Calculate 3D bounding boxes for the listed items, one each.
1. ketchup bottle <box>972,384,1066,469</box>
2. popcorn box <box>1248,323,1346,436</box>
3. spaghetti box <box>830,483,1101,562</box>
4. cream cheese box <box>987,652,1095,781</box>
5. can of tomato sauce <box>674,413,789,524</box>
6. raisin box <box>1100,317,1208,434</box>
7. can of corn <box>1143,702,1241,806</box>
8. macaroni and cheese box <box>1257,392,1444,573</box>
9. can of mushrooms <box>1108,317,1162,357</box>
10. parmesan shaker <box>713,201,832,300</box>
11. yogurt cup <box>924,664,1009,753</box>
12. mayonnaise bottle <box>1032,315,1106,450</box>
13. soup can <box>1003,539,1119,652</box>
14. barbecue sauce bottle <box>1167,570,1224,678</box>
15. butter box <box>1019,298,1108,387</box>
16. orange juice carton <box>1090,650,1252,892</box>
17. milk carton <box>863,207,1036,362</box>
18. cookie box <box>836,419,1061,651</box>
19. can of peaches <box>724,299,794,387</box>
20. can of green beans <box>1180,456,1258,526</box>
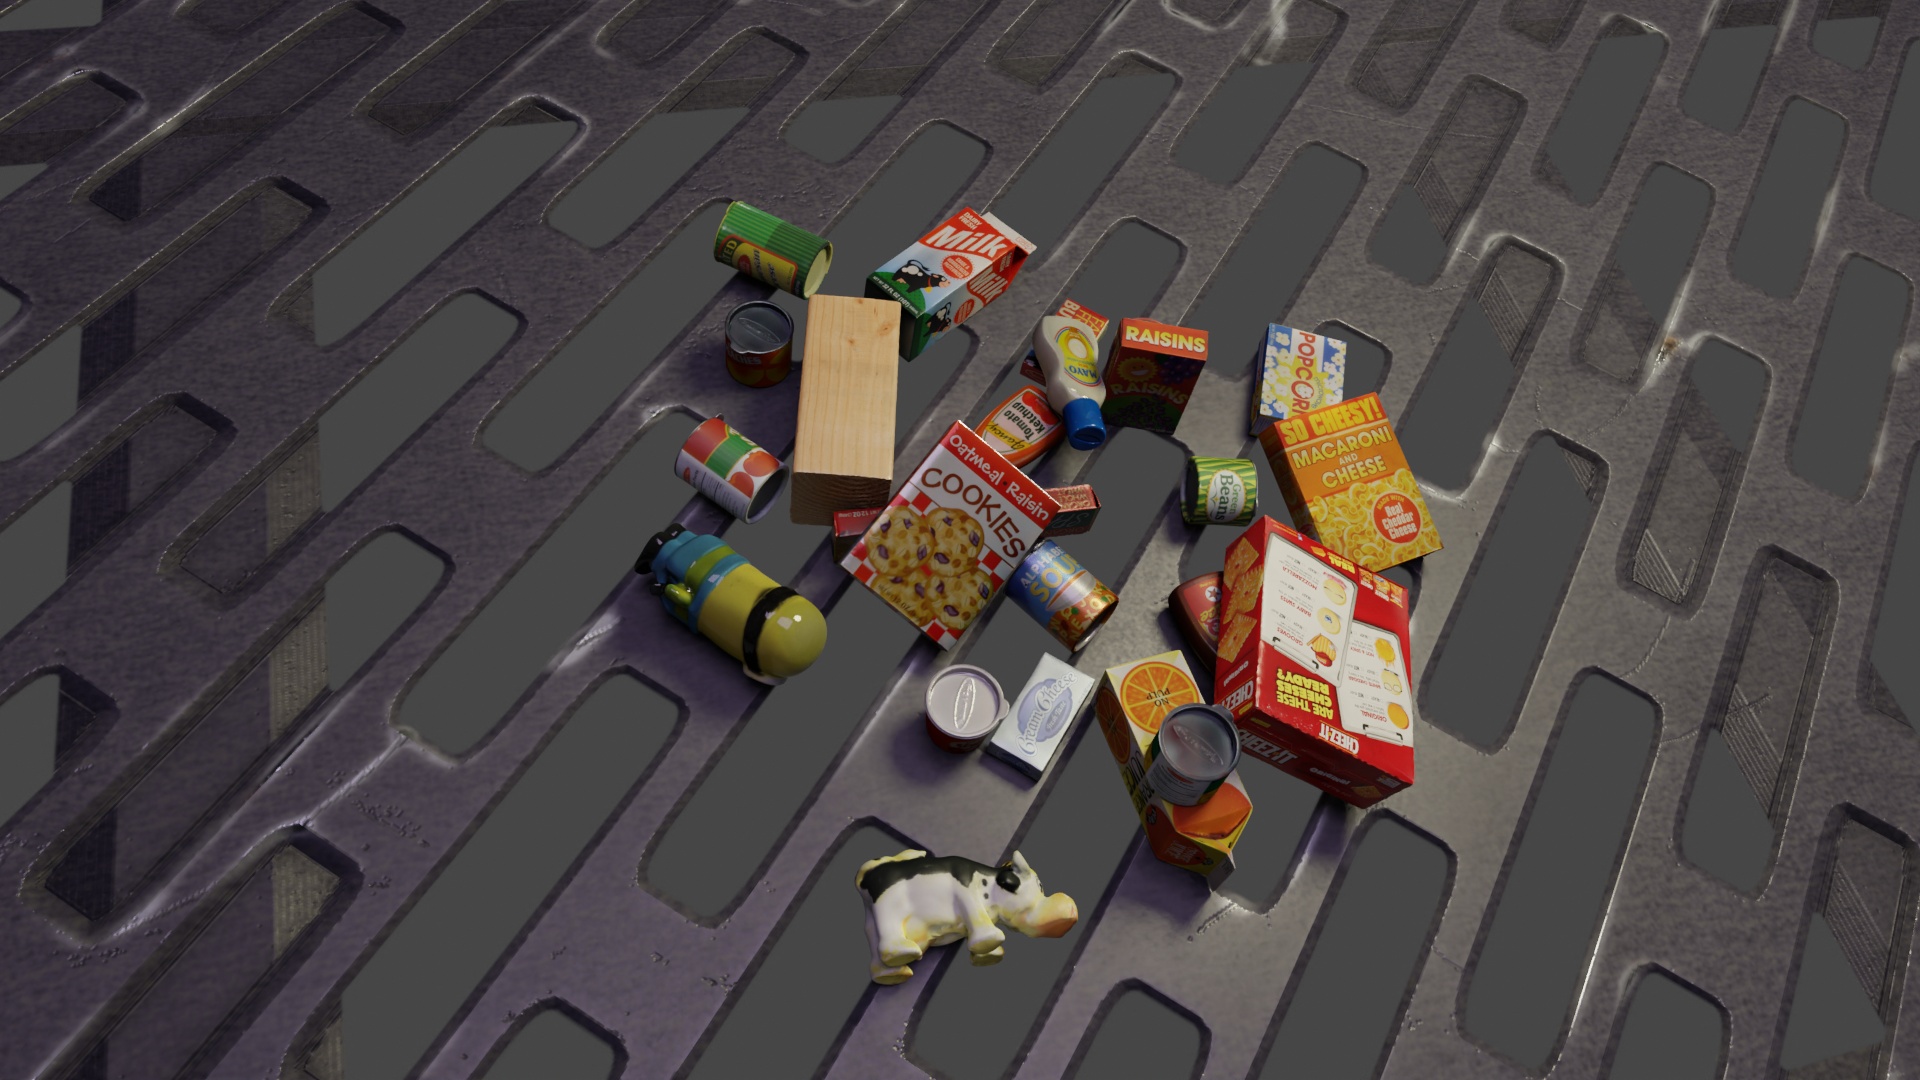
[{"bbox_3d":[0.034,-0.088,1.339,0.149,0.043,0.065,-38,76,-26],"label":"ketchup bottle"},{"bbox_3d":[0.348,-0.158,1.432,0.085,0.038,0.127,15,58,-1],"label":"popcorn box"},{"bbox_3d":[0.005,-0.016,1.287,0.250,0.050,0.029,-7,62,-13],"label":"spaghetti box"},{"bbox_3d":[0.070,0.152,1.210,0.053,0.024,0.104,28,59,10],"label":"cream cheese box"},{"bbox_3d":[-0.208,-0.065,1.274,0.083,0.070,0.071,34,60,11],"label":"can of tomato sauce"},{"bbox_3d":[0.185,-0.160,1.359,0.086,0.122,0.040,10,59,-2],"label":"raisin box"},{"bbox_3d":[0.186,0.170,1.111,0.071,0.058,0.071,4,58,-6],"label":"can of corn"},{"bbox_3d":[0.376,-0.048,1.345,0.124,0.040,0.166,-17,79,-18],"label":"macaroni and cheese box"},{"bbox_3d":[0.188,-0.197,1.435,0.071,0.033,0.071,3,59,-6],"label":"can of mushrooms"},{"bbox_3d":[-0.190,-0.296,1.414,0.103,0.071,0.071,25,59,7],"label":"parmesan shaker"},{"bbox_3d":[0.000,0.147,1.185,0.072,0.053,0.073,4,58,-6],"label":"yogurt cup"},{"bbox_3d":[0.111,-0.153,1.349,0.065,0.041,0.149,10,48,-23],"label":"mayonnaise bottle"},{"bbox_3d":[0.091,0.049,1.248,0.084,0.071,0.071,41,62,15],"label":"soup can"},{"bbox_3d":[0.247,0.102,1.256,0.065,0.043,0.149,-16,63,-20],"label":"barbecue sauce bottle"},{"bbox_3d":[0.108,-0.199,1.429,0.053,0.024,0.104,28,59,8],"label":"butter box"},{"bbox_3d":[0.183,0.197,1.172,0.073,0.071,0.193,-14,62,-15],"label":"orange juice carton"},{"bbox_3d":[-0.009,-0.274,1.428,0.072,0.073,0.191,40,61,15],"label":"milk carton"},{"bbox_3d":[-0.009,-0.005,1.233,0.123,0.040,0.168,40,80,-7],"label":"cookie box"},{"bbox_3d":[-0.198,-0.190,1.357,0.071,0.057,0.071,4,59,-7],"label":"can of peaches"},{"bbox_3d":[0.247,-0.047,1.333,0.058,0.071,0.071,3,59,-7],"label":"can of green beans"}]
